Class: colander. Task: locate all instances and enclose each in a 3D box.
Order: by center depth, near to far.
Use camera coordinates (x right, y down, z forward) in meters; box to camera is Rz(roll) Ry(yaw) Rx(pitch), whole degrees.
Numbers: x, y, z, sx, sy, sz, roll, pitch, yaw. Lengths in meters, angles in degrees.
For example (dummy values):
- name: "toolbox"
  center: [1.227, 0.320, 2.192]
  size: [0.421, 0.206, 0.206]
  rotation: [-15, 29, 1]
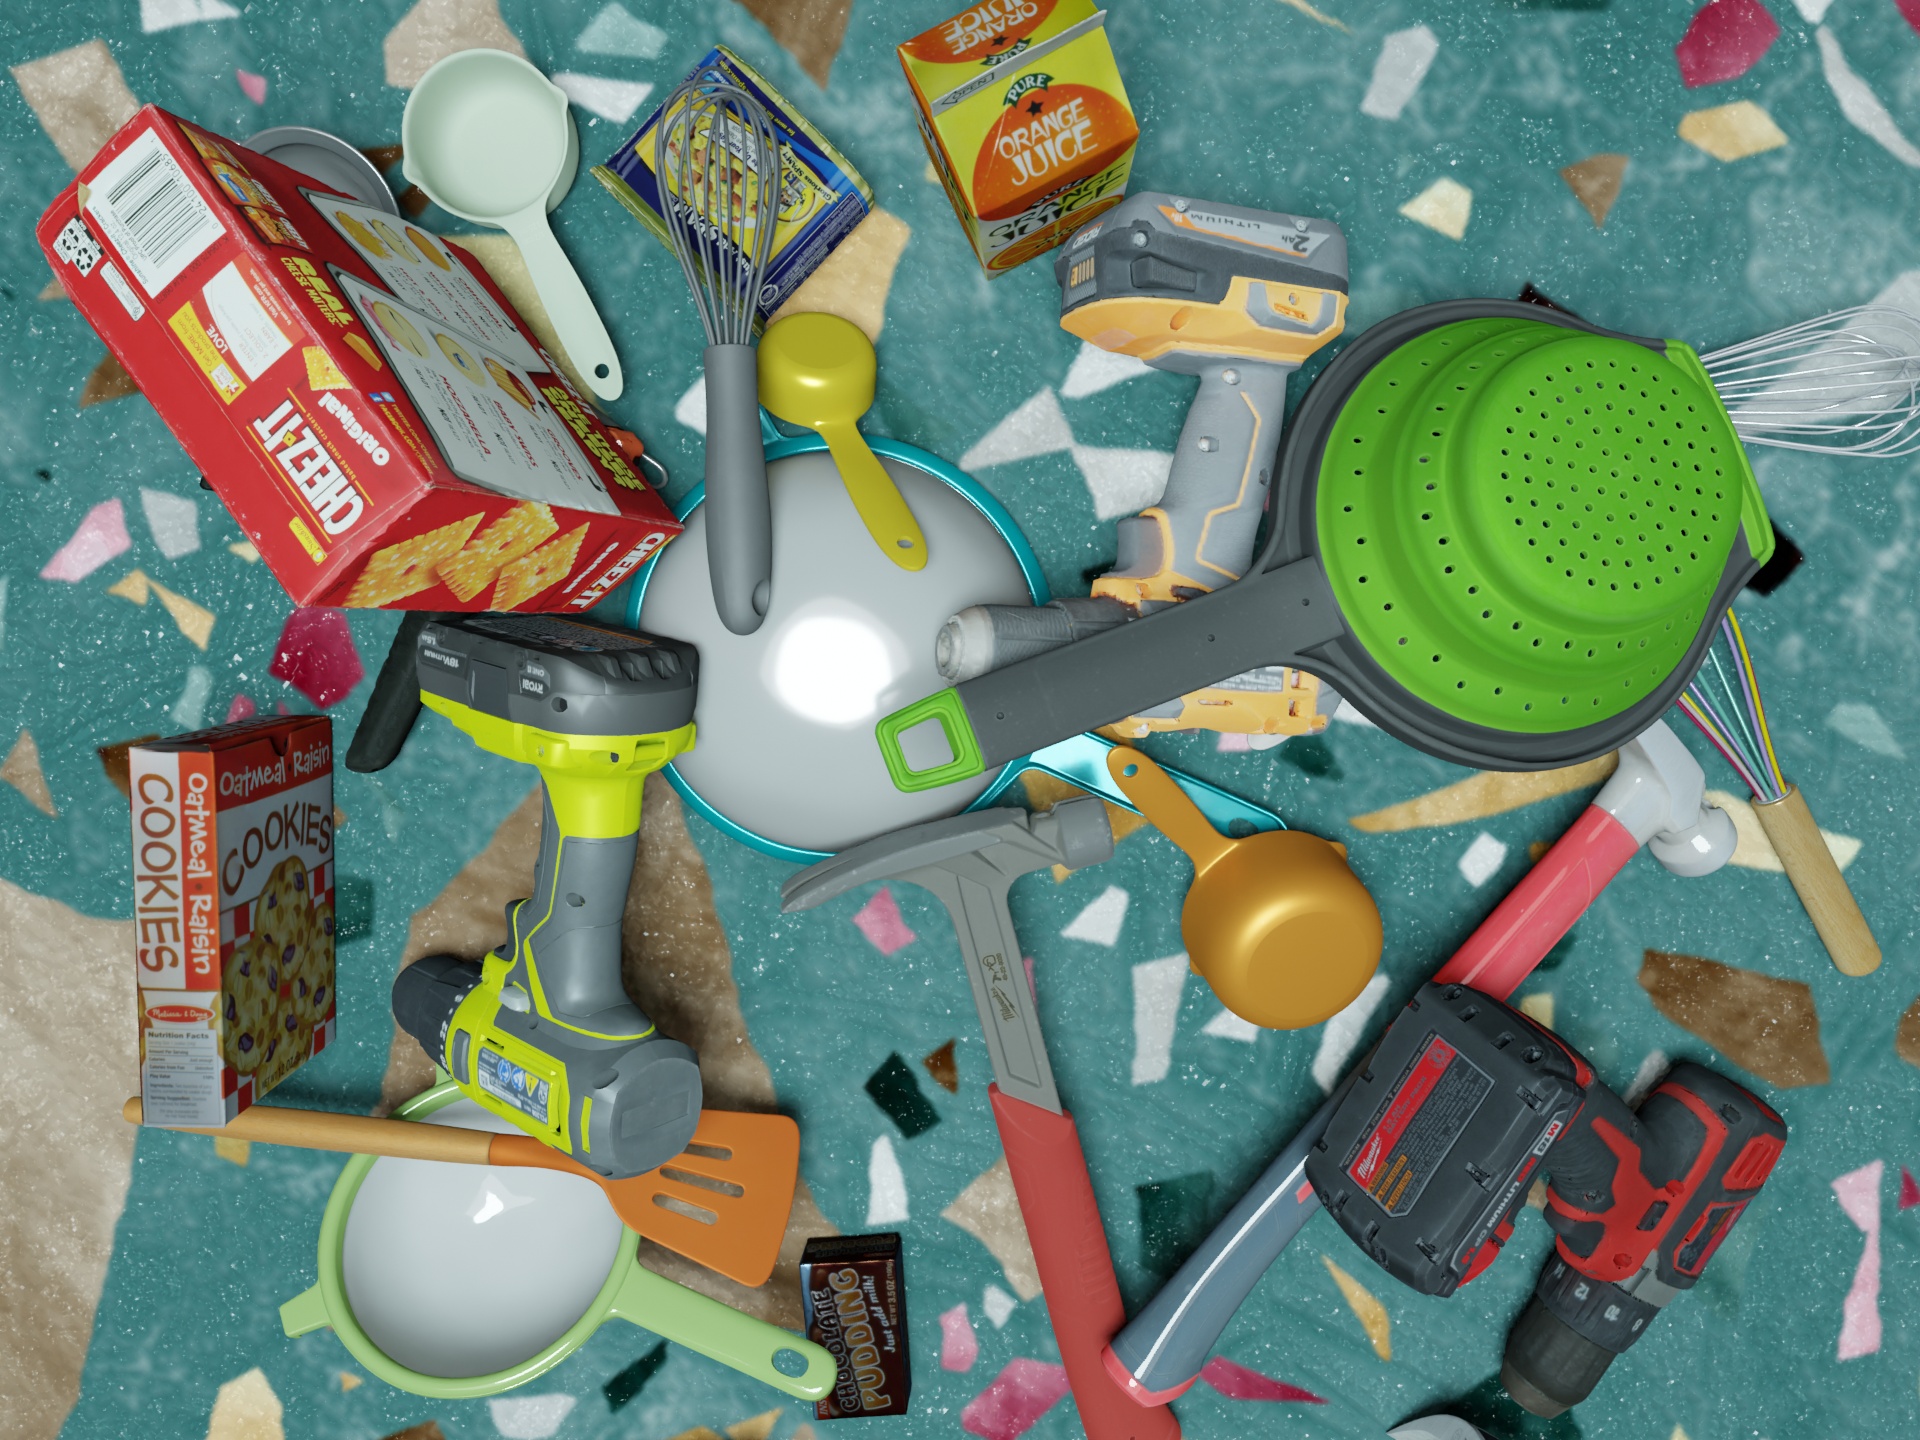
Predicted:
- name: "colander"
  center: [0.158, -0.057, 0.616]
  size: [0.397, 0.094, 0.204]
  rotation: [-20, 86, -10]

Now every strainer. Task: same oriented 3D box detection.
- name: "strainer"
  center: [-0.001, -0.002, 0.730]
  size: [0.340, 0.095, 0.211]
  rotation: [24, 96, 0]
- name: "strainer"
  center: [-0.243, -0.190, 0.745]
  size: [0.258, 0.050, 0.087]
  rotation: [38, 116, -9]
- name: "strainer"
  center: [-0.176, 0.269, 0.761]
  size: [0.256, 0.069, 0.152]
  rotation: [19, 60, 10]

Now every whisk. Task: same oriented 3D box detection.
- name: "whisk"
  center: [-0.098, -0.155, 0.671]
  size: [0.055, 0.055, 0.239]
  rotation: [-3, 90, 2]
- name: "whisk"
  center: [0.308, -0.146, 0.726]
  size: [0.284, 0.070, 0.070]
  rotation: [-4, 96, 7]
- name: "whisk"
  center: [0.373, 0.017, 0.754]
  size: [0.047, 0.051, 0.245]
  rotation: [-27, 100, 25]

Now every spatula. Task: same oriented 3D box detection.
- name: "spatula"
  center: [-0.239, 0.203, 0.749]
  size: [0.322, 0.041, 0.081]
  rotation: [4, 55, 8]

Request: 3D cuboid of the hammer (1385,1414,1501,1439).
- name: "hammer"
  center: [0.172, 0.476, 0.779]
  size: [0.033, 0.128, 0.331]
  rotation: [30, 105, -1]

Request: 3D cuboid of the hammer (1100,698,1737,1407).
- name: "hammer"
  center: [0.192, 0.152, 0.725]
  size: [0.386, 0.038, 0.143]
  rotation: [-49, 121, 1]

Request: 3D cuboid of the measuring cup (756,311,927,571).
- name: "measuring cup"
  center: [-0.047, -0.128, 0.704]
  size: [0.062, 0.029, 0.157]
  rotation: [-14, 54, -20]

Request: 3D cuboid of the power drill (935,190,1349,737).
- name: "power drill"
  center: [0.081, -0.105, 0.693]
  size: [0.185, 0.084, 0.226]
  rotation: [2, 91, -21]

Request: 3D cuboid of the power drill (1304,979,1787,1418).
- name: "power drill"
  center: [0.262, 0.226, 0.722]
  size: [0.226, 0.080, 0.188]
  rotation: [25, 100, -34]

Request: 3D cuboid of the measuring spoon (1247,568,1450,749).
- name: "measuring spoon"
  center: [0.185, -0.030, 0.765]
  size: [0.124, 0.018, 0.034]
  rotation: [-43, 94, 12]

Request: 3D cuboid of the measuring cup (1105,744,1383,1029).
- name: "measuring cup"
  center: [0.126, 0.076, 0.725]
  size: [0.095, 0.052, 0.173]
  rotation: [-41, 119, 8]

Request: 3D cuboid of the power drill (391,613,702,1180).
- name: "power drill"
  center: [-0.193, 0.071, 0.715]
  size: [0.191, 0.080, 0.228]
  rotation: [14, 104, 39]

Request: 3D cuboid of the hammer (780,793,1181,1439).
- name: "hammer"
  center: [0.033, 0.215, 0.750]
  size: [0.149, 0.037, 0.359]
  rotation: [-15, 106, -2]

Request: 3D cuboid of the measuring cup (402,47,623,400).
- name: "measuring cup"
  center: [-0.195, -0.226, 0.741]
  size: [0.083, 0.038, 0.167]
  rotation: [-25, 97, 4]
